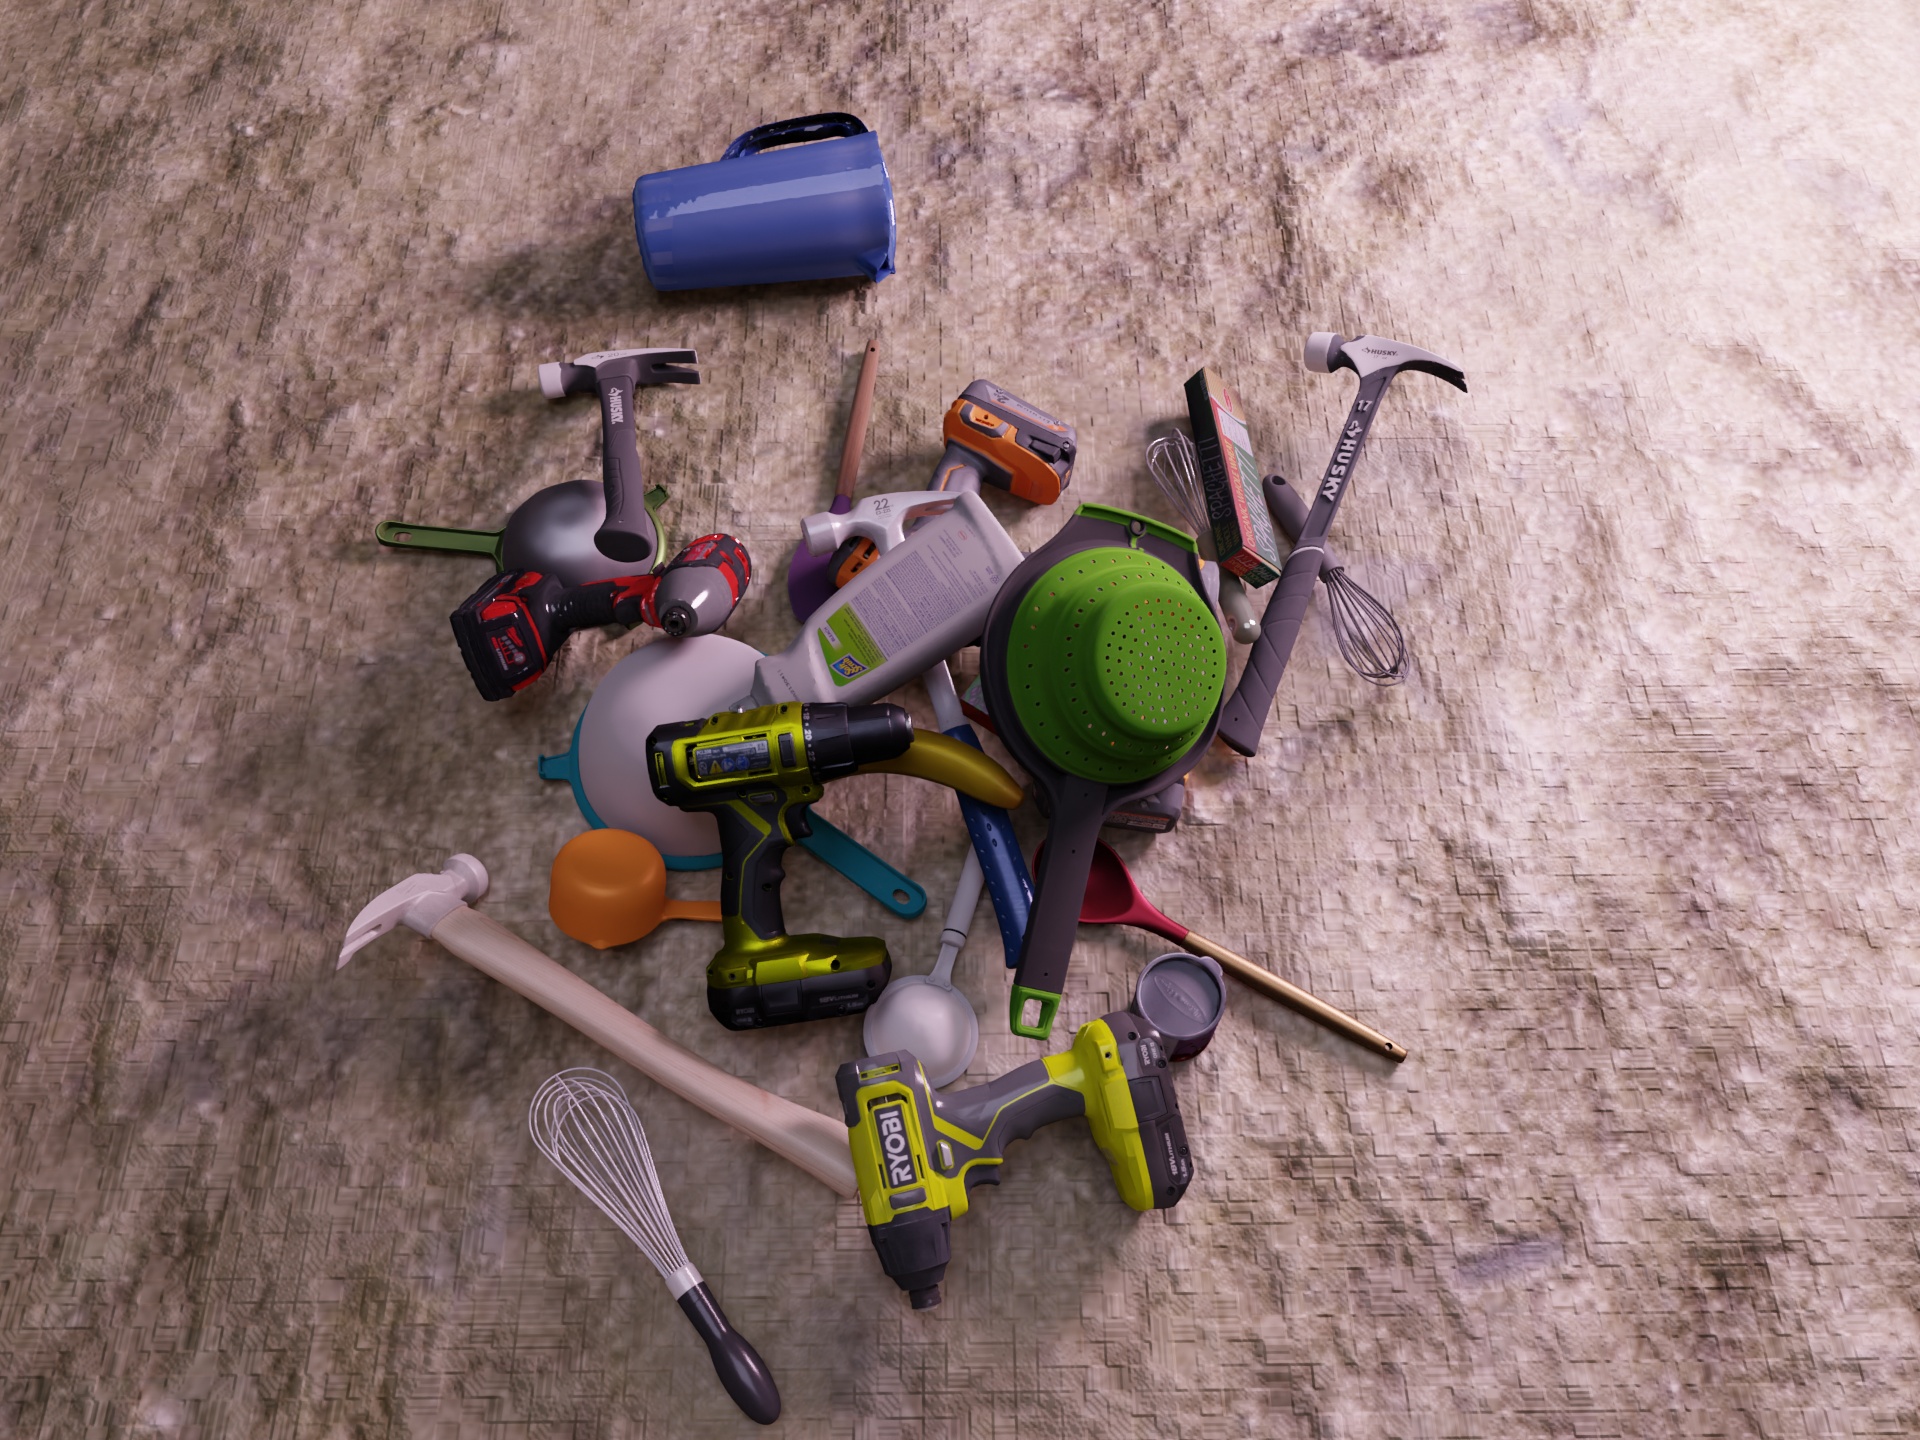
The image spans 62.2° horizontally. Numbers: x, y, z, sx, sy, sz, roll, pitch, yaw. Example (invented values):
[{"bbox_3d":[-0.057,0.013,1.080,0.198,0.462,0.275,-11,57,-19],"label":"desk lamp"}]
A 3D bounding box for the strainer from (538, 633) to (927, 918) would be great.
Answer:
[{"bbox_3d":[-0.165,0.040,1.253,0.340,0.095,0.211,34,66,18],"label":"strainer"}]

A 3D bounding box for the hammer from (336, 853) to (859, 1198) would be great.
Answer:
[{"bbox_3d":[-0.249,0.231,1.149,0.411,0.038,0.146,29,26,10],"label":"hammer"}]

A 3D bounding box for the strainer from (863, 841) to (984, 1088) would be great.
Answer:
[{"bbox_3d":[-0.009,0.173,1.213,0.087,0.050,0.259,19,59,0],"label":"strainer"}]

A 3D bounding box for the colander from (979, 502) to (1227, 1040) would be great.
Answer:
[{"bbox_3d":[0.106,0.038,1.143,0.204,0.094,0.397,15,84,-20],"label":"colander"}]

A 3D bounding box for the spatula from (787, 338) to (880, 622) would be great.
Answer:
[{"bbox_3d":[-0.105,-0.221,1.439,0.059,0.018,0.316,11,62,-4],"label":"spatula"}]

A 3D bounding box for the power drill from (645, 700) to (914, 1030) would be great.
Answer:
[{"bbox_3d":[-0.117,0.098,1.163,0.190,0.080,0.228,-8,95,1],"label":"power drill"}]

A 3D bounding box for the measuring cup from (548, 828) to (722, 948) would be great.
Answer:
[{"bbox_3d":[-0.227,0.126,1.218,0.173,0.052,0.095,4,36,-7],"label":"measuring cup"}]

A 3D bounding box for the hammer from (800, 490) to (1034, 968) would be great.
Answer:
[{"bbox_3d":[-0.002,-0.004,1.257,0.144,0.035,0.406,-17,71,-6],"label":"hammer"}]

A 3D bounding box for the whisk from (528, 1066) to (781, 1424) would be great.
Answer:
[{"bbox_3d":[-0.210,0.362,1.103,0.070,0.070,0.285,-33,71,-17],"label":"whisk"}]

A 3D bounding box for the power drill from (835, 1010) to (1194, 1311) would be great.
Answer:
[{"bbox_3d":[0.038,0.299,1.103,0.223,0.080,0.171,-11,79,-10],"label":"power drill"}]

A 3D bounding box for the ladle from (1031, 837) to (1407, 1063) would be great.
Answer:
[{"bbox_3d":[0.196,0.178,1.217,0.315,0.031,0.069,28,73,12],"label":"ladle"}]

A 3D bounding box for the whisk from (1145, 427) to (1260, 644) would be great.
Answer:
[{"bbox_3d":[0.213,-0.161,1.370,0.059,0.057,0.247,-5,53,-12],"label":"whisk"}]

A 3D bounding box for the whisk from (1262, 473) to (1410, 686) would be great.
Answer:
[{"bbox_3d":[0.318,-0.126,1.375,0.055,0.055,0.239,-18,59,-10],"label":"whisk"}]

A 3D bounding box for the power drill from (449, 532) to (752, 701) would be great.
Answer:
[{"bbox_3d":[-0.284,-0.087,1.274,0.219,0.078,0.143,-11,24,12],"label":"power drill"}]

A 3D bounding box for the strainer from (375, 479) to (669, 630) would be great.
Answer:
[{"bbox_3d":[-0.386,-0.166,1.379,0.256,0.069,0.152,5,62,1],"label":"strainer"}]

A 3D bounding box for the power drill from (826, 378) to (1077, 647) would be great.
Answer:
[{"bbox_3d":[0.011,-0.169,1.377,0.164,0.084,0.226,31,69,9],"label":"power drill"}]

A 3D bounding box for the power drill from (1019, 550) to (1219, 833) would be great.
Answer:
[{"bbox_3d":[0.106,-0.035,1.282,0.185,0.084,0.226,8,73,4],"label":"power drill"}]

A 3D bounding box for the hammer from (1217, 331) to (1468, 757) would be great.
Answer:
[{"bbox_3d":[0.305,-0.154,1.351,0.149,0.036,0.409,14,72,31],"label":"hammer"}]

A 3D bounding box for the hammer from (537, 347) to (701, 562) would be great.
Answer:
[{"bbox_3d":[-0.288,-0.235,1.369,0.146,0.035,0.335,-10,39,-7],"label":"hammer"}]
